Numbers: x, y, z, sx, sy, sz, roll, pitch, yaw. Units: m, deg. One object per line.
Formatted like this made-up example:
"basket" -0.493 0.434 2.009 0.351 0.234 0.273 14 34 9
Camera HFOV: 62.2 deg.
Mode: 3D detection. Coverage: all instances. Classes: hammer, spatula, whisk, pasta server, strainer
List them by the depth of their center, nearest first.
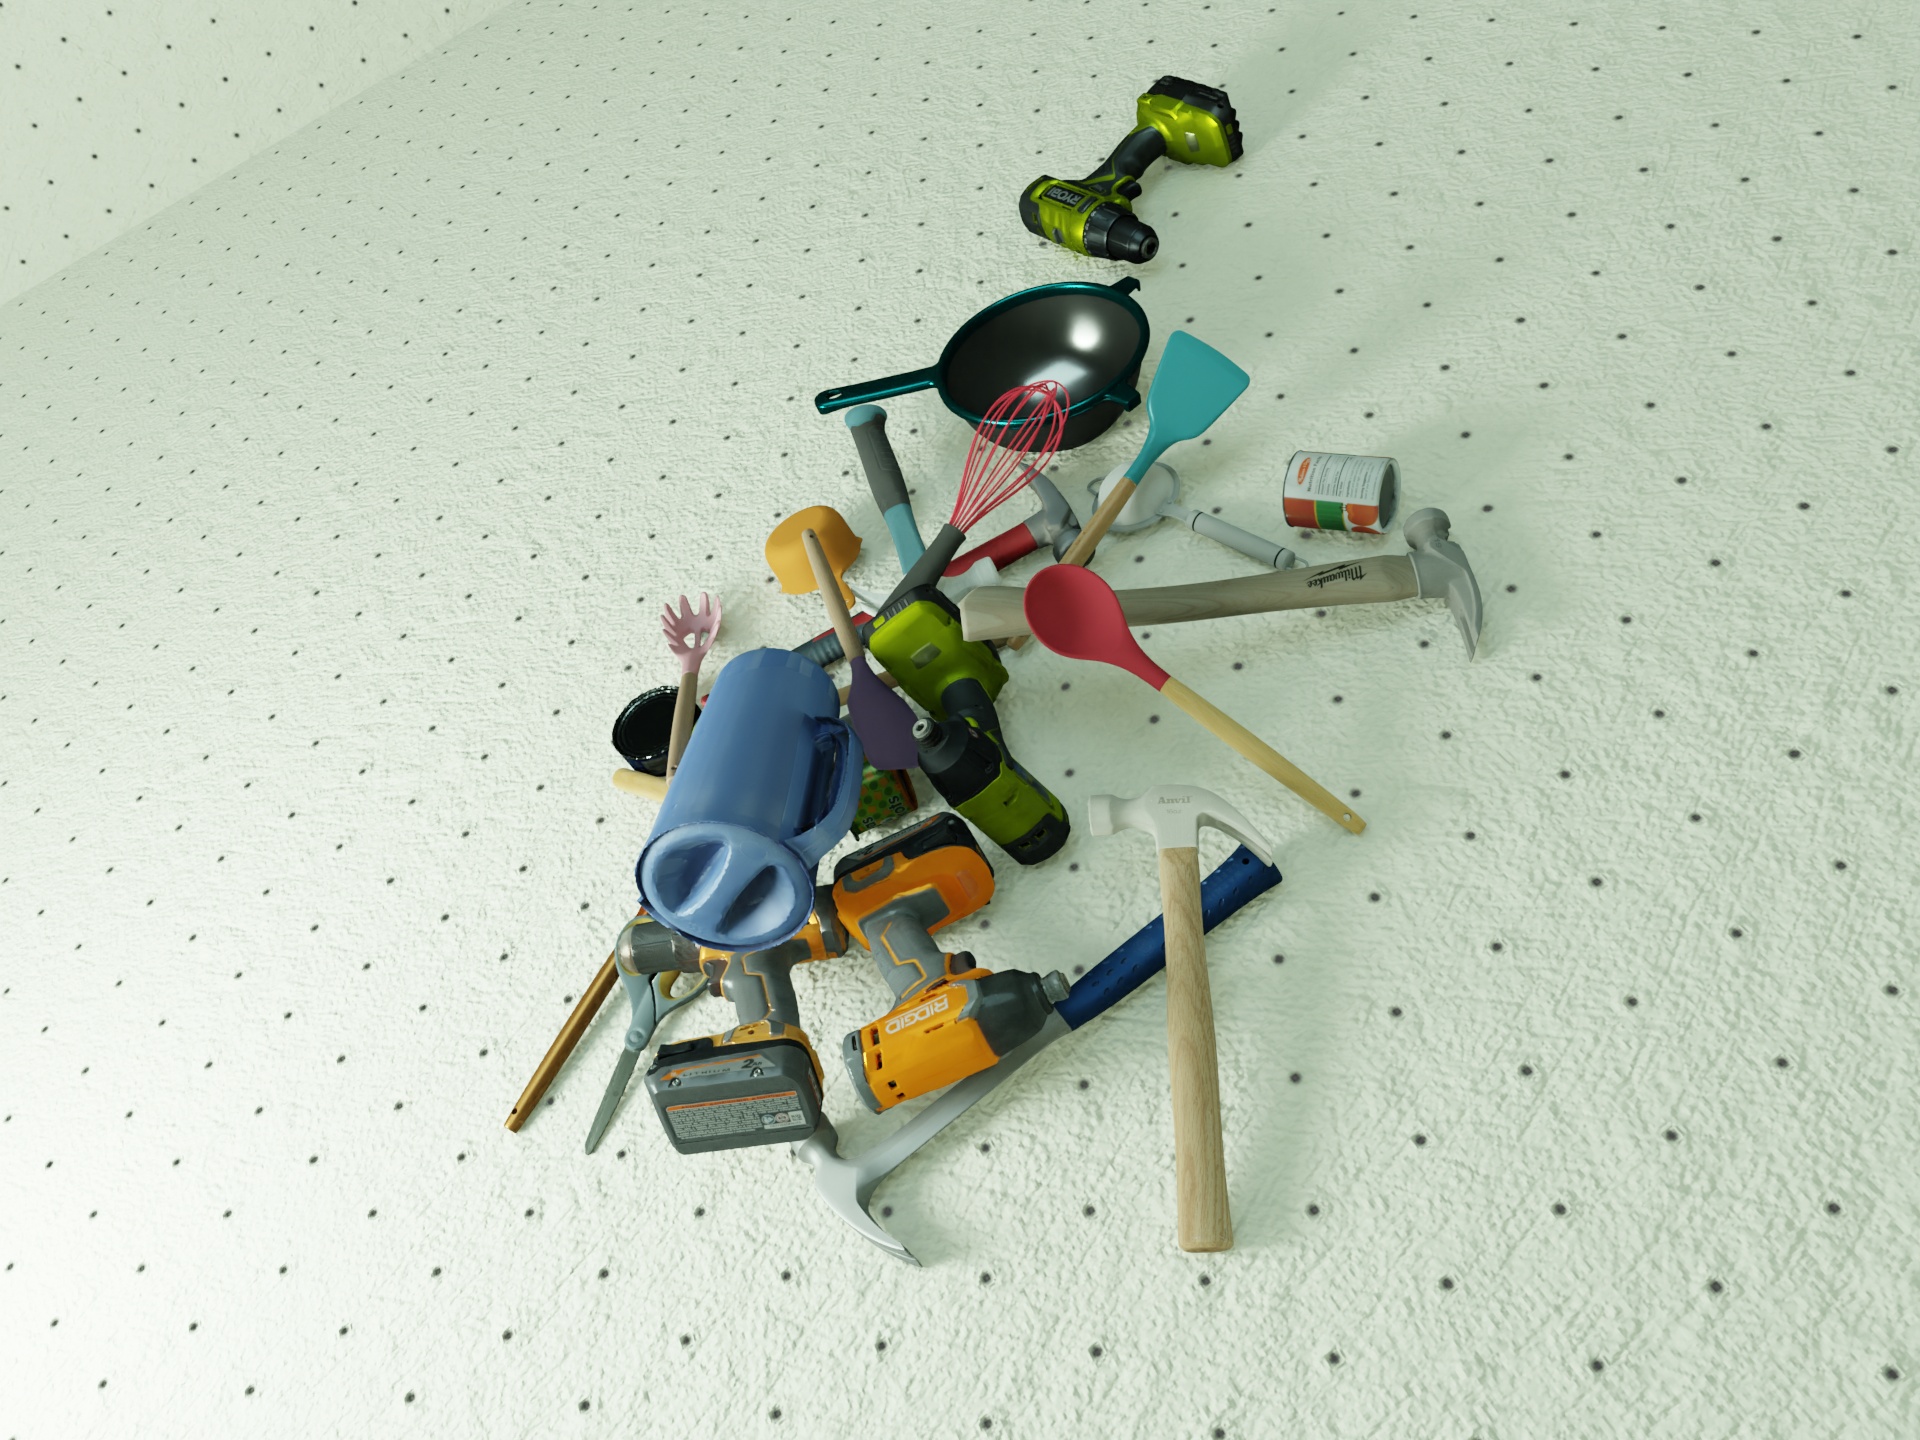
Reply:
"hammer" 0.161 0.196 1.103 0.130 0.031 0.332 -5 61 9
"hammer" 0.069 0.227 1.152 0.405 0.035 0.144 -37 47 -7
"hammer" 0.206 -0.091 1.279 0.410 0.038 0.146 -6 50 1
"spatula" -0.282 0.204 1.341 0.081 0.041 0.323 16 65 36
"spatula" -0.094 -0.068 1.394 0.059 0.018 0.316 -3 44 -23
"whisk" -0.228 0.072 1.397 0.245 0.051 0.047 12 43 40
"whisk" 0.006 -0.182 1.399 0.073 0.073 0.296 26 77 37
"spatula" 0.135 -0.195 1.409 0.082 0.044 0.317 35 85 3
"strainer" 0.205 -0.184 1.424 0.259 0.050 0.087 31 74 36
"pasta server" -0.251 -0.032 1.452 0.060 0.040 0.316 -8 30 0
"hammer" -0.071 -0.110 1.488 0.386 0.038 0.143 -29 46 0
"hammer" -0.061 -0.207 1.521 0.128 0.033 0.331 -24 44 4
"strainer" 0.028 -0.318 1.570 0.340 0.095 0.211 -9 49 16

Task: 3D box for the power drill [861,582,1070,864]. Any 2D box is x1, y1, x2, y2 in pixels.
"power drill" -0.002 -0.004 1.283 0.080 0.171 0.223 -37 41 13

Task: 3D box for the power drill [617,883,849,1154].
"power drill" -0.183 0.217 1.210 0.185 0.084 0.226 -8 34 6

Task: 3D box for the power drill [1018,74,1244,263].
"power drill" 0.199 -0.591 1.734 0.228 0.080 0.191 -44 48 -10

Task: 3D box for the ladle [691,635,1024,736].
"ladle" -0.091 -0.023 1.429 0.320 0.062 0.078 -21 76 -2

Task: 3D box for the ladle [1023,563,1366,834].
"ladle" 0.179 -0.014 1.218 0.315 0.031 0.069 38 92 13

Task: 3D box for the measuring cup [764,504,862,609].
"measuring cup" -0.135 -0.153 1.511 0.095 0.052 0.174 -34 29 -1

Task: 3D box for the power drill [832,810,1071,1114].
"power drill" -0.011 0.170 1.173 0.164 0.084 0.227 -25 34 7
